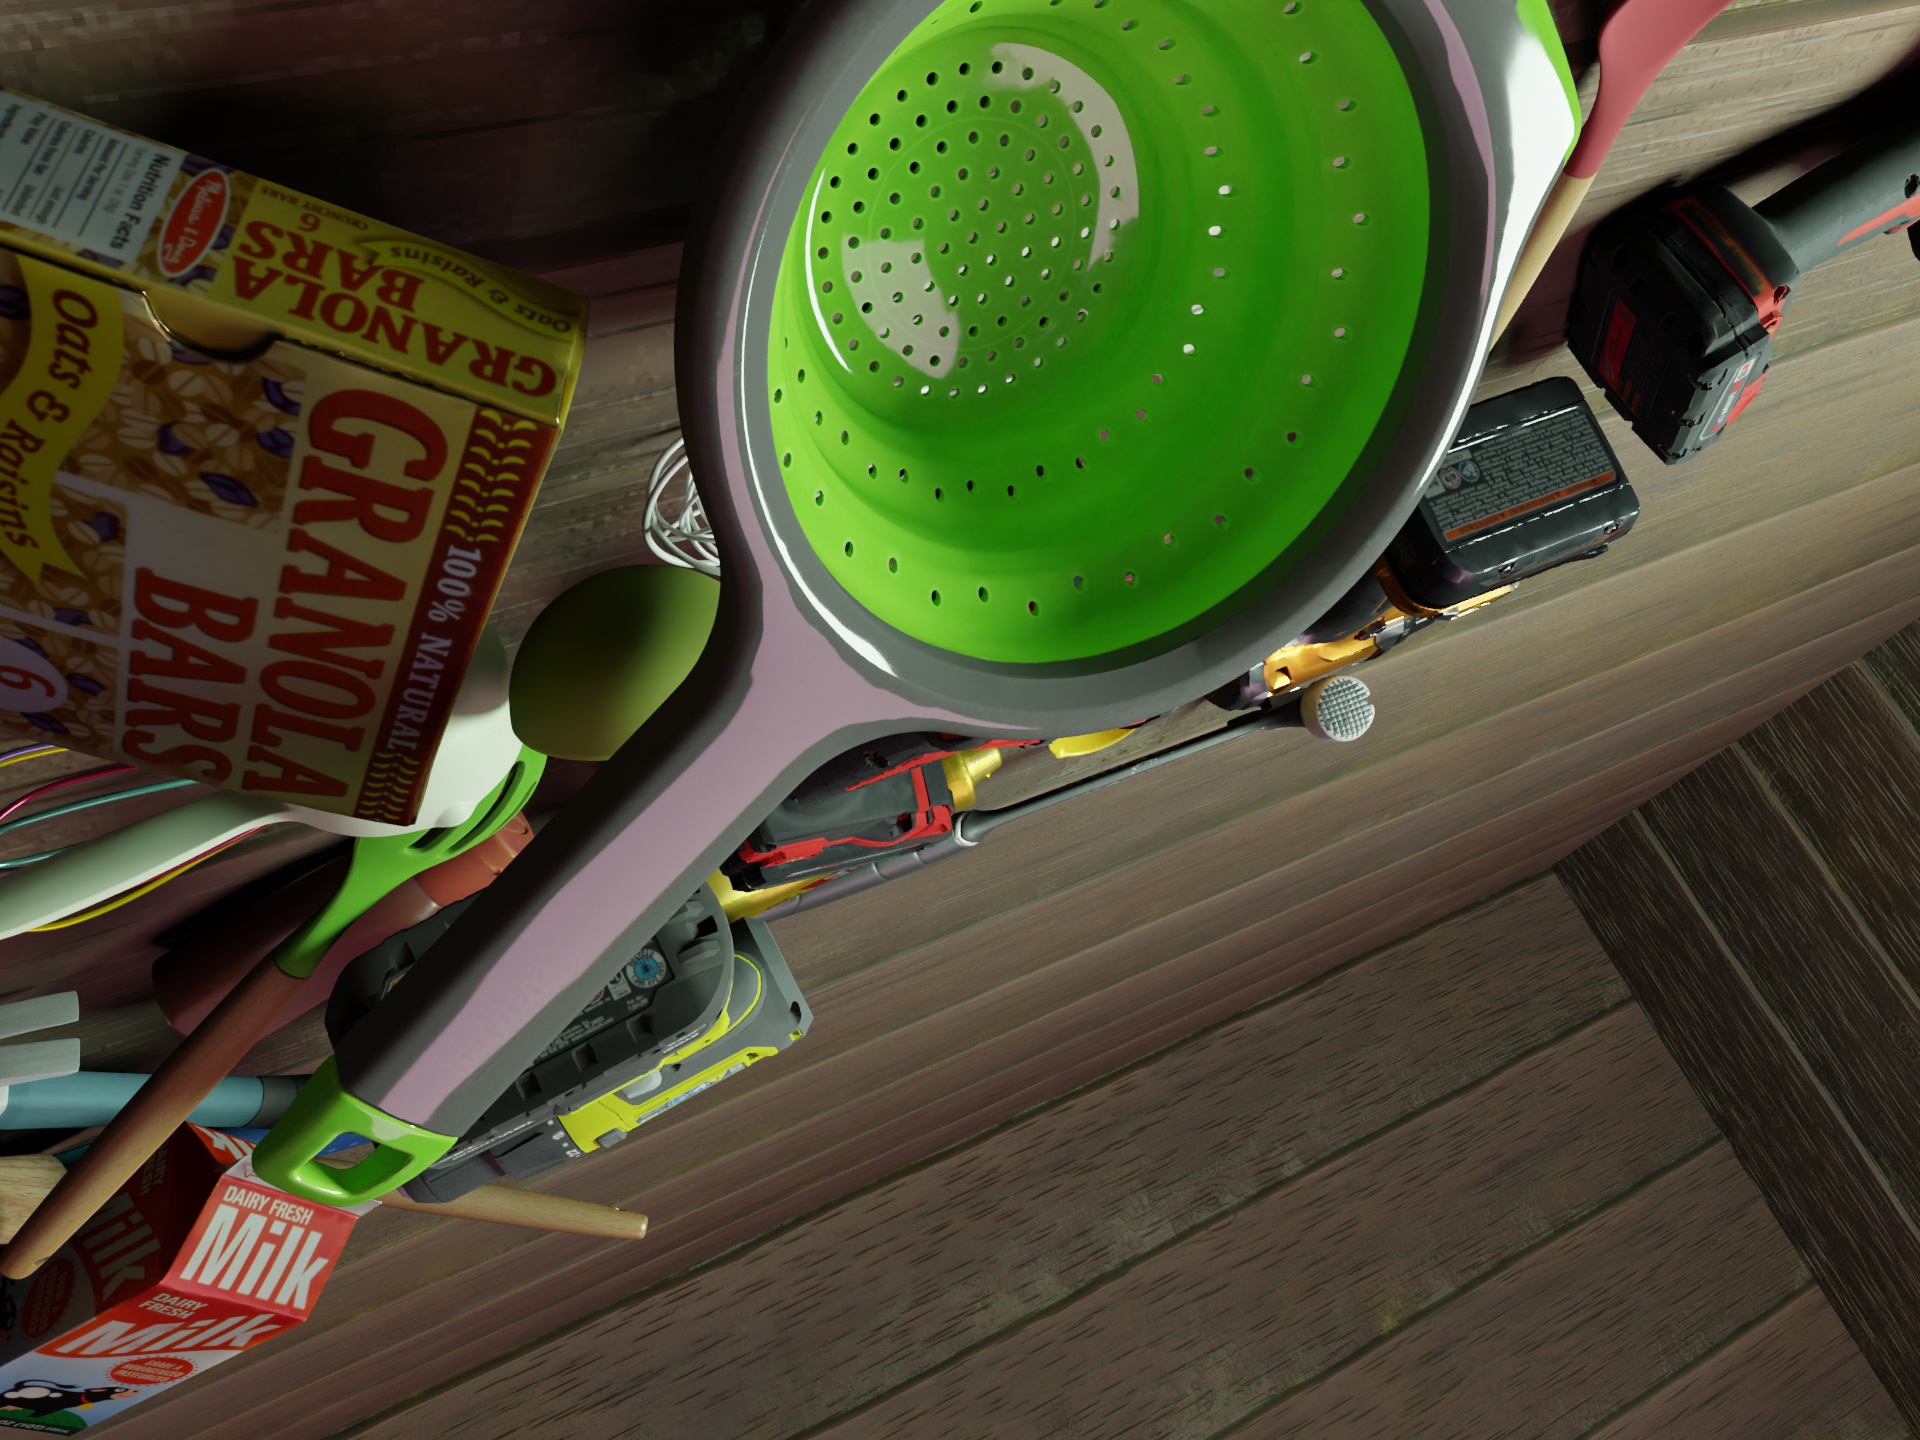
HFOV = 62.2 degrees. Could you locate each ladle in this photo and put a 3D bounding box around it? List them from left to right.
[{"bbox_3d":[-0.110,0.021,0.569,0.078,0.062,0.320,-15,167,-14],"label":"ladle"},{"bbox_3d":[0.222,-0.190,0.593,0.069,0.031,0.315,-21,162,-10],"label":"ladle"}]

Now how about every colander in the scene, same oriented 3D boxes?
[{"bbox_3d":[-0.035,-0.046,0.389,0.397,0.095,0.204,-46,130,5],"label":"colander"}]

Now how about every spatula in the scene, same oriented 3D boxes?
[{"bbox_3d":[-0.309,0.227,0.755,0.317,0.044,0.082,12,168,-10],"label":"spatula"}]

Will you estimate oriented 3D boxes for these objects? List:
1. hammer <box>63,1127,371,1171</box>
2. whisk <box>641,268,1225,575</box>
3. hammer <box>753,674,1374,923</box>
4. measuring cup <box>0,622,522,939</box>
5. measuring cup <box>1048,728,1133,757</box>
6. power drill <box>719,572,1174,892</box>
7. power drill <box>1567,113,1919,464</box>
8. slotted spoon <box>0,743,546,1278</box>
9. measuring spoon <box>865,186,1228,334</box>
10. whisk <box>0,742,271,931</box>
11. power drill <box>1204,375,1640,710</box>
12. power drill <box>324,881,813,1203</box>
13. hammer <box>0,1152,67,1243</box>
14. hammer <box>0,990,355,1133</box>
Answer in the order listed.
[{"bbox_3d":[-0.306,0.223,0.938,0.144,0.035,0.405,-39,158,32],"label":"hammer"},{"bbox_3d":[0.013,-0.105,0.503,0.246,0.058,0.059,-26,152,-18],"label":"whisk"},{"bbox_3d":[0.021,0.052,0.896,0.409,0.036,0.149,-19,-176,-10],"label":"hammer"},{"bbox_3d":[-0.204,0.012,0.444,0.167,0.083,0.038,-28,146,-27],"label":"measuring cup"},{"bbox_3d":[0.035,-0.015,0.812,0.156,0.029,0.062,13,137,-45],"label":"measuring cup"},{"bbox_3d":[-0.001,-0.002,0.617,0.143,0.078,0.219,-10,169,-39],"label":"power drill"},{"bbox_3d":[0.389,-0.210,0.696,0.226,0.080,0.187,-33,161,6],"label":"power drill"},{"bbox_3d":[-0.244,0.099,0.550,0.313,0.031,0.070,-44,163,16],"label":"slotted spoon"},{"bbox_3d":[0.028,-0.136,0.482,0.124,0.018,0.034,-23,161,-10],"label":"measuring spoon"},{"bbox_3d":[-0.206,0.017,0.530,0.245,0.047,0.051,-16,157,-38],"label":"whisk"},{"bbox_3d":[0.230,-0.082,0.782,0.185,0.084,0.226,-20,170,-20],"label":"power drill"},{"bbox_3d":[-0.159,0.131,0.631,0.190,0.080,0.228,-27,164,-10],"label":"power drill"},{"bbox_3d":[-0.398,0.149,0.481,0.031,0.130,0.331,-28,163,3],"label":"hammer"},{"bbox_3d":[-0.305,0.171,0.710,0.330,0.033,0.128,15,136,-46],"label":"hammer"}]
